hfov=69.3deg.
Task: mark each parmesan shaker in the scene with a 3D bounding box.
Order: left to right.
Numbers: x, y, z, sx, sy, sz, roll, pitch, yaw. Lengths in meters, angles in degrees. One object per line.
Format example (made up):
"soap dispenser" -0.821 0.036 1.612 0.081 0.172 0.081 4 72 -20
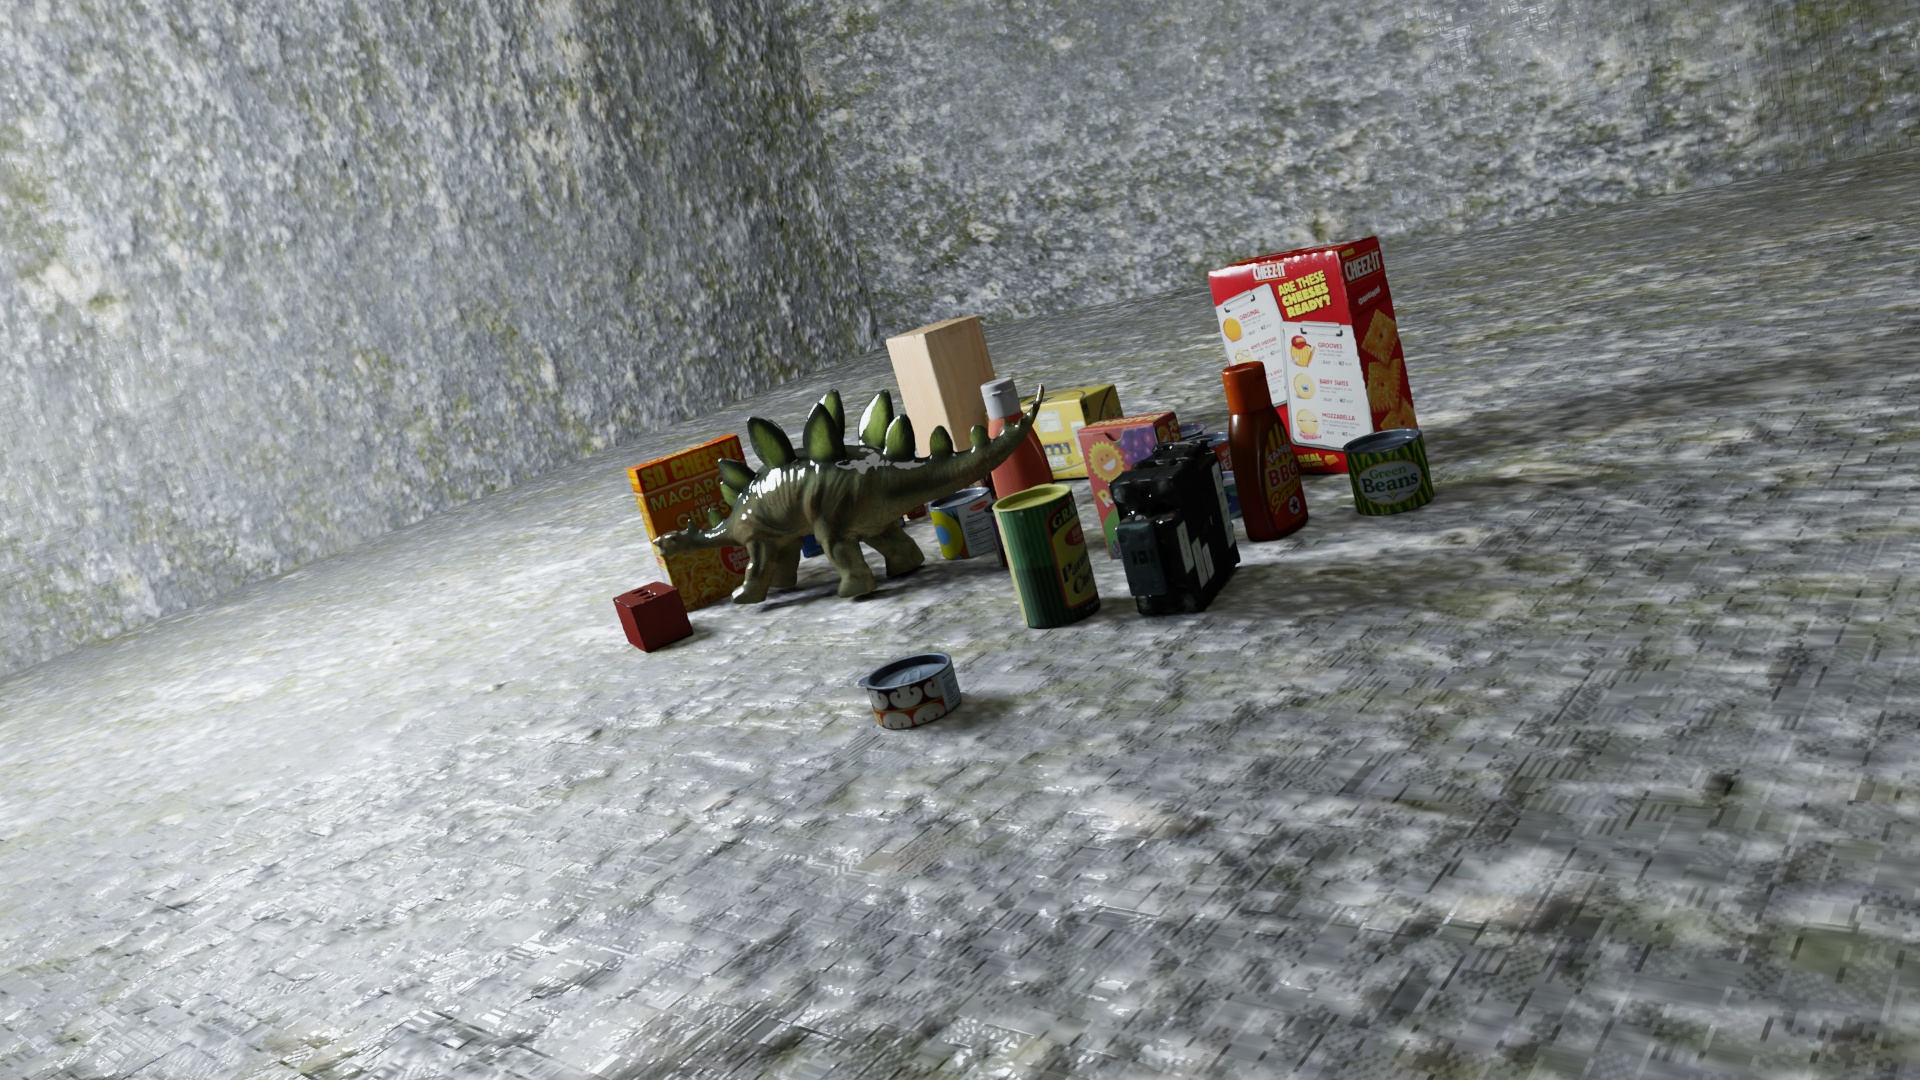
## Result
"parmesan shaker" 0.072 0.012 1.135 0.071 0.103 0.071 -15 13 4

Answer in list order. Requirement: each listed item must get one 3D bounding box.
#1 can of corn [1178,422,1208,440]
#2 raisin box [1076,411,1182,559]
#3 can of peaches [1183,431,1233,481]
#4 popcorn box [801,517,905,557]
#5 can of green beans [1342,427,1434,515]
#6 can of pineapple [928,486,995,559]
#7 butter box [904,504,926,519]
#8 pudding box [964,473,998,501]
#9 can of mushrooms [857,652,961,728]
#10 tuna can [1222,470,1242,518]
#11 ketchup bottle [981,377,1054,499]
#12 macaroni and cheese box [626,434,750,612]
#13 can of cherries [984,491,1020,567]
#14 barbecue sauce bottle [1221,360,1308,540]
"can of corn" 0.228 -0.085 1.446 0.071 0.058 0.071 -15 13 4
"raisin box" 0.160 -0.048 1.232 0.086 0.123 0.040 -3 18 43
"can of peaches" 0.246 -0.071 1.369 0.071 0.058 0.071 -15 13 4
"popcorn box" -0.136 -0.040 1.622 0.127 0.085 0.038 -18 13 -10
"can of green beans" 0.365 -0.059 1.185 0.071 0.057 0.071 -15 13 4
"can of pineapple" 0.005 -0.018 1.430 0.071 0.057 0.071 -15 13 4
"butter box" -0.069 -0.059 1.694 0.024 0.053 0.103 -18 13 -11
"pudding box" 0.033 -0.068 1.621 0.030 0.049 0.084 -10 14 24
"can of mushrooms" -0.037 0.109 1.012 0.071 0.033 0.071 -15 13 4
"tuna can" 0.238 -0.040 1.306 0.071 0.032 0.071 -15 13 4
"ketchup bottle" 0.059 -0.102 1.513 0.064 0.148 0.044 -13 13 14
"macaroni and cheese box" -0.281 -0.019 1.528 0.124 0.166 0.040 -22 14 -25
"can of cherries" 0.064 -0.012 1.338 0.071 0.058 0.071 -15 13 4
"barbecue sauce bottle" 0.257 -0.078 1.190 0.065 0.148 0.043 -27 17 -40
